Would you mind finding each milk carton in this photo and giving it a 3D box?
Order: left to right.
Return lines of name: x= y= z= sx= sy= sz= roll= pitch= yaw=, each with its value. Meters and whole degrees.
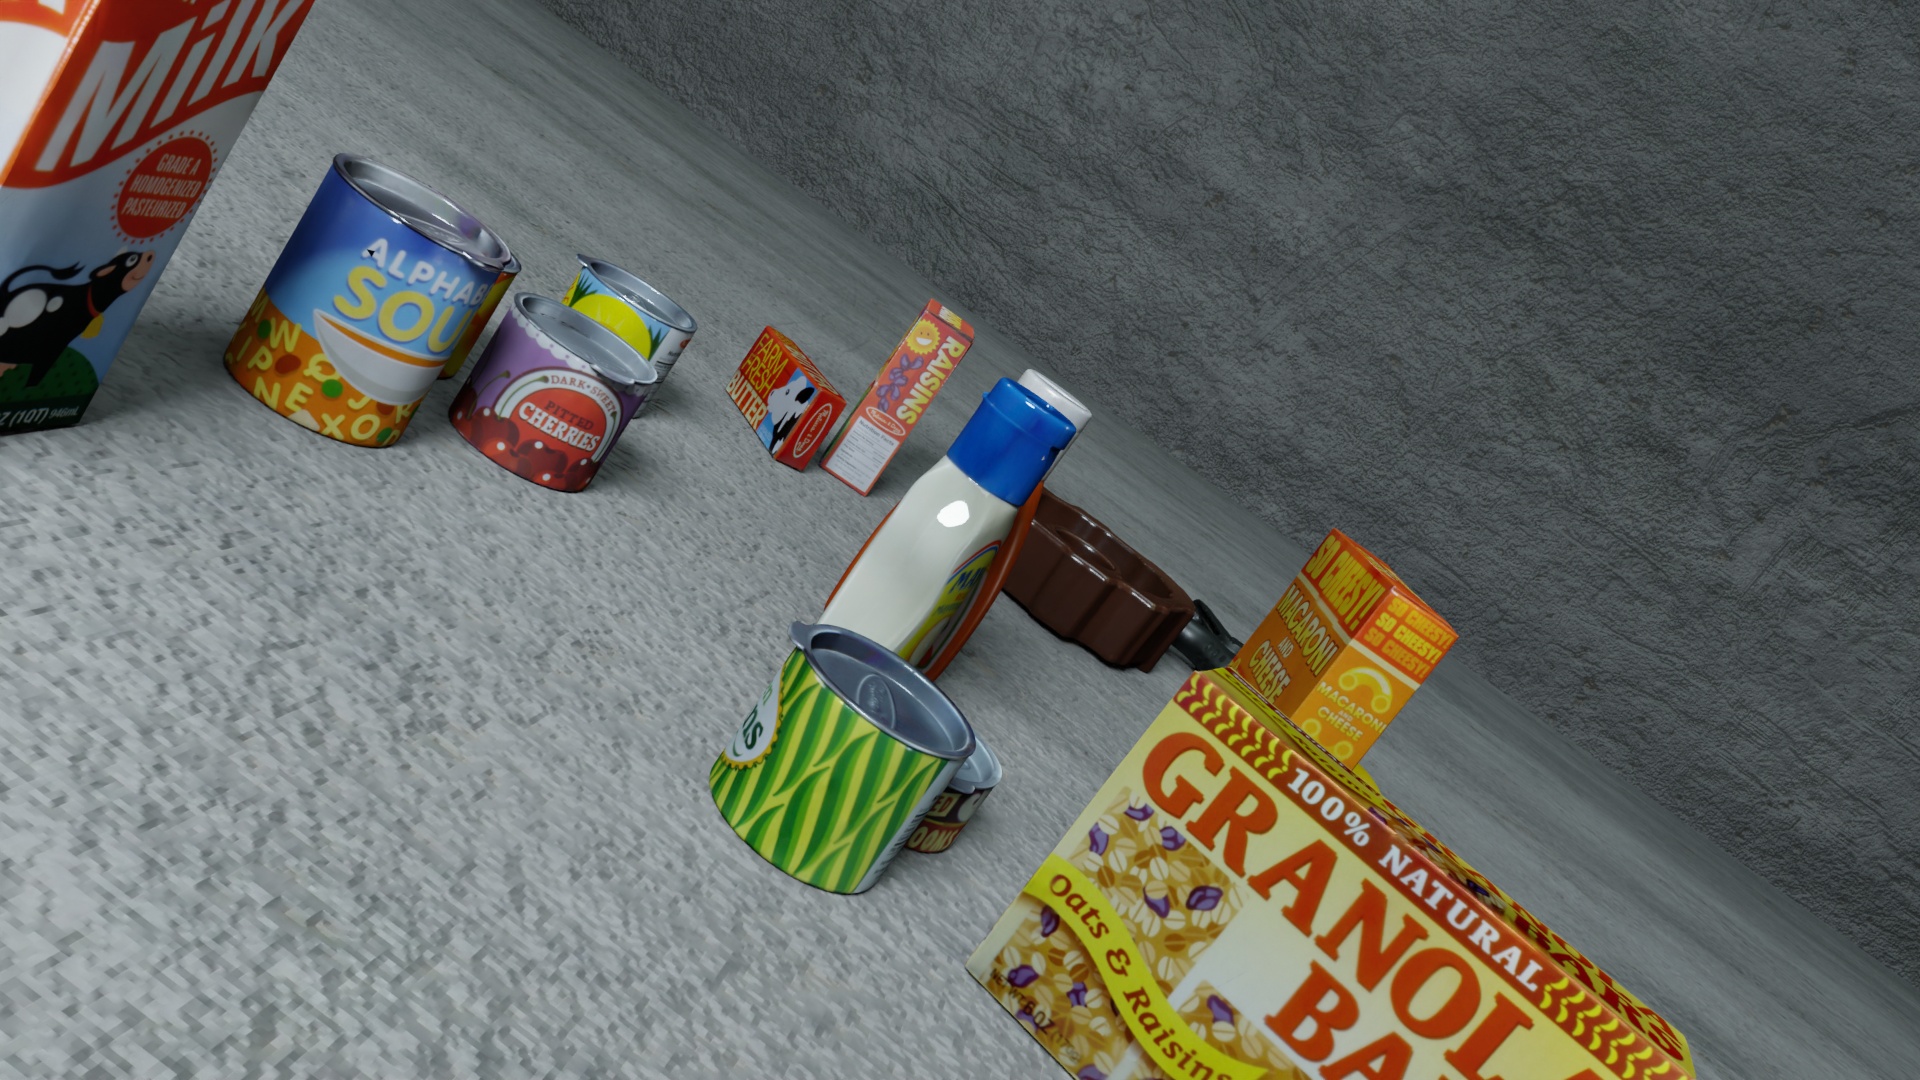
milk carton: x=-0.229 y=-0.122 z=0.342 sx=0.073 sy=0.190 sz=0.072 roll=36 pitch=11 yaw=0

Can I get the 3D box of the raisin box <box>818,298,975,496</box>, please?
raisin box: x=-0.040 y=-0.096 z=0.914 sx=0.040 sy=0.123 sz=0.086 roll=34 pitch=12 yaw=-7

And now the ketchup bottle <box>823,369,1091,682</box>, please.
ketchup bottle: x=0.002 y=-0.008 z=0.633 sx=0.065 sy=0.148 sz=0.043 roll=35 pitch=11 yaw=-1

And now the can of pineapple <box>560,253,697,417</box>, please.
can of pineapple: x=-0.182 y=-0.107 z=0.726 sx=0.071 sy=0.057 sz=0.071 roll=34 pitch=12 yaw=-8

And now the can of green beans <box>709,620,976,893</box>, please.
can of green beans: x=-0.038 y=0.069 z=0.445 sx=0.071 sy=0.057 sz=0.071 roll=34 pitch=12 yaw=-8

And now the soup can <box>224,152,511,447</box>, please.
soup can: x=-0.211 y=-0.084 z=0.499 sx=0.071 sy=0.083 sz=0.071 roll=34 pitch=12 yaw=-8

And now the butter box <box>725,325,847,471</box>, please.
butter box: x=-0.111 y=-0.091 z=0.870 sx=0.024 sy=0.053 sz=0.104 roll=26 pitch=15 yaw=-38

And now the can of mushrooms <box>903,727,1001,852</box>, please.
can of mushrooms: x=-0.020 y=0.081 z=0.506 sx=0.071 sy=0.033 sz=0.071 roll=34 pitch=12 yaw=-8

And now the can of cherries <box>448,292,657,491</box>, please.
can of cherries: x=-0.170 y=-0.061 z=0.582 sx=0.071 sy=0.058 sz=0.072 roll=34 pitch=12 yaw=-8

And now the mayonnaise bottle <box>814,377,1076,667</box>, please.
mayonnaise bottle: x=-0.011 y=0.006 z=0.544 sx=0.041 sy=0.147 sz=0.065 roll=38 pitch=12 yaw=14

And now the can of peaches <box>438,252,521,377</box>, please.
can of peaches: x=-0.235 y=-0.111 z=0.600 sx=0.071 sy=0.058 sz=0.071 roll=34 pitch=12 yaw=-8

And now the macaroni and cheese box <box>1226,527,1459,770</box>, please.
macaroni and cheese box: x=0.151 y=0.082 z=0.651 sx=0.040 sy=0.166 sz=0.124 roll=35 pitch=12 yaw=-5

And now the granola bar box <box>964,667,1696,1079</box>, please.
granola bar box: x=0.101 y=0.136 z=0.410 sx=0.166 sy=0.124 sz=0.039 roll=40 pitch=12 yaw=22
